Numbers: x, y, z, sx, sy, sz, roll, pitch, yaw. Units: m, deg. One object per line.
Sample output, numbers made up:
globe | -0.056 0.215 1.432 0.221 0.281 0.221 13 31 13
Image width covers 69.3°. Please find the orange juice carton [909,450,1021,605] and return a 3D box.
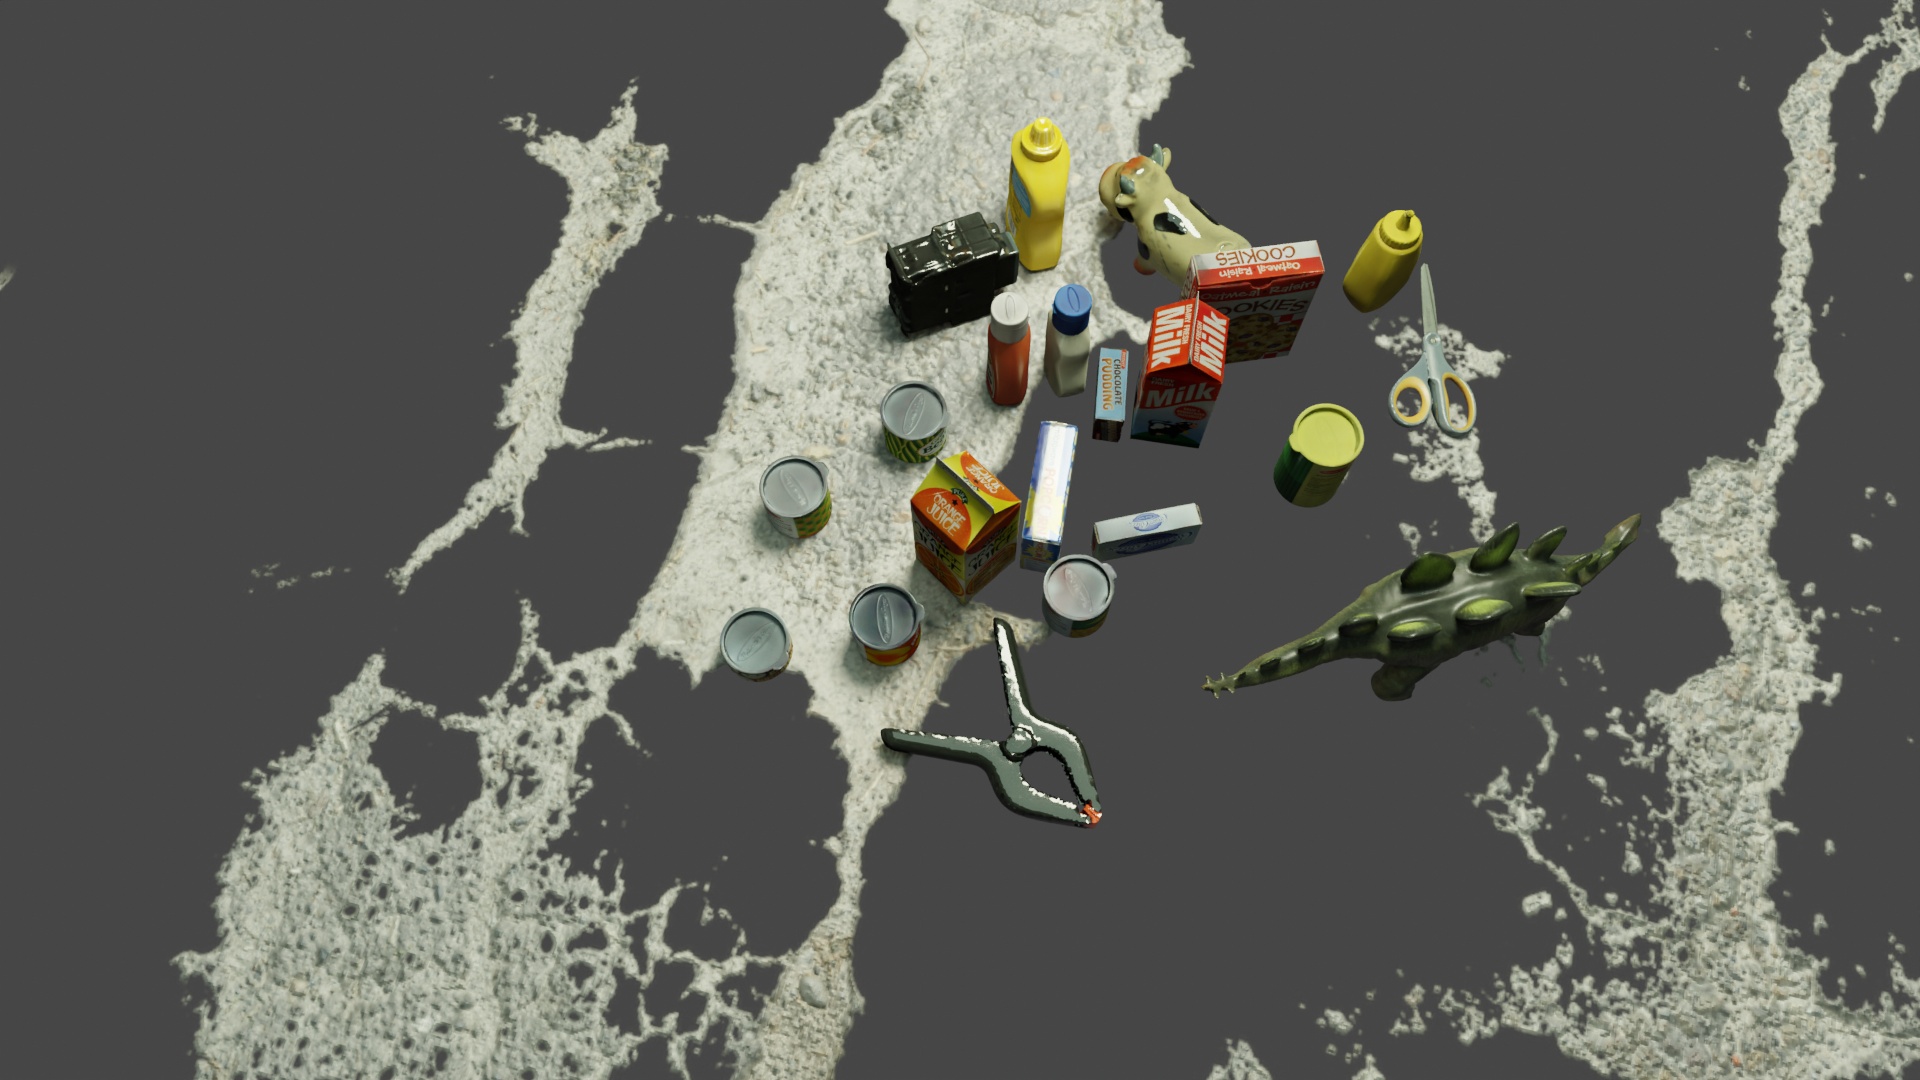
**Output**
orange juice carton | 0.005 -0.016 1.283 0.073 0.192 0.072 -42 74 -14

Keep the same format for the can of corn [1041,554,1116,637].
can of corn | 0.113 0.053 1.327 0.071 0.058 0.071 0 68 0

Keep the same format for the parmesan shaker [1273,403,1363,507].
parmesan shaker | 0.345 -0.081 1.356 0.071 0.102 0.071 0 69 0

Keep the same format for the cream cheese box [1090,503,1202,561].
cream cheese box | 0.180 -0.007 1.354 0.104 0.053 0.024 -11 69 -4

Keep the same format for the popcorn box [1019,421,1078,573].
popcorn box | 0.086 -0.041 1.350 0.038 0.085 0.127 9 69 4

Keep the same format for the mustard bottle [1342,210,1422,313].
mustard bottle | 0.435 -0.292 1.410 0.065 0.159 0.049 -34 72 -12

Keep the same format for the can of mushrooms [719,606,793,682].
can of mushrooms | -0.192 0.101 1.322 0.071 0.033 0.071 0 68 0

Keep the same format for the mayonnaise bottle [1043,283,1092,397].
mayonnaise bottle | 0.107 -0.201 1.381 0.041 0.147 0.065 -12 69 -4

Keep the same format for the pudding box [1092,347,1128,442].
pudding box | 0.153 -0.148 1.412 0.030 0.049 0.084 5 68 2

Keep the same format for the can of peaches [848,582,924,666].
can of peaches | -0.068 0.080 1.317 0.071 0.058 0.071 0 68 0

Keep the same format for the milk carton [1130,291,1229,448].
milk carton | 0.213 -0.163 1.342 0.073 0.190 0.072 8 69 3

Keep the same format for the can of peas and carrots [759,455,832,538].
can of peas and carrots | -0.159 -0.044 1.366 0.071 0.058 0.071 0 68 0

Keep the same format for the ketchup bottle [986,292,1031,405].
ketchup bottle | 0.048 -0.193 1.377 0.043 0.148 0.065 -3 69 -1

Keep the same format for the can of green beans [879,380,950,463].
can of green beans | -0.046 -0.119 1.396 0.071 0.057 0.071 0 68 0

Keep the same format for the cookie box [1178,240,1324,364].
cookie box | 0.281 -0.230 1.382 0.123 0.167 0.040 -8 69 -3
